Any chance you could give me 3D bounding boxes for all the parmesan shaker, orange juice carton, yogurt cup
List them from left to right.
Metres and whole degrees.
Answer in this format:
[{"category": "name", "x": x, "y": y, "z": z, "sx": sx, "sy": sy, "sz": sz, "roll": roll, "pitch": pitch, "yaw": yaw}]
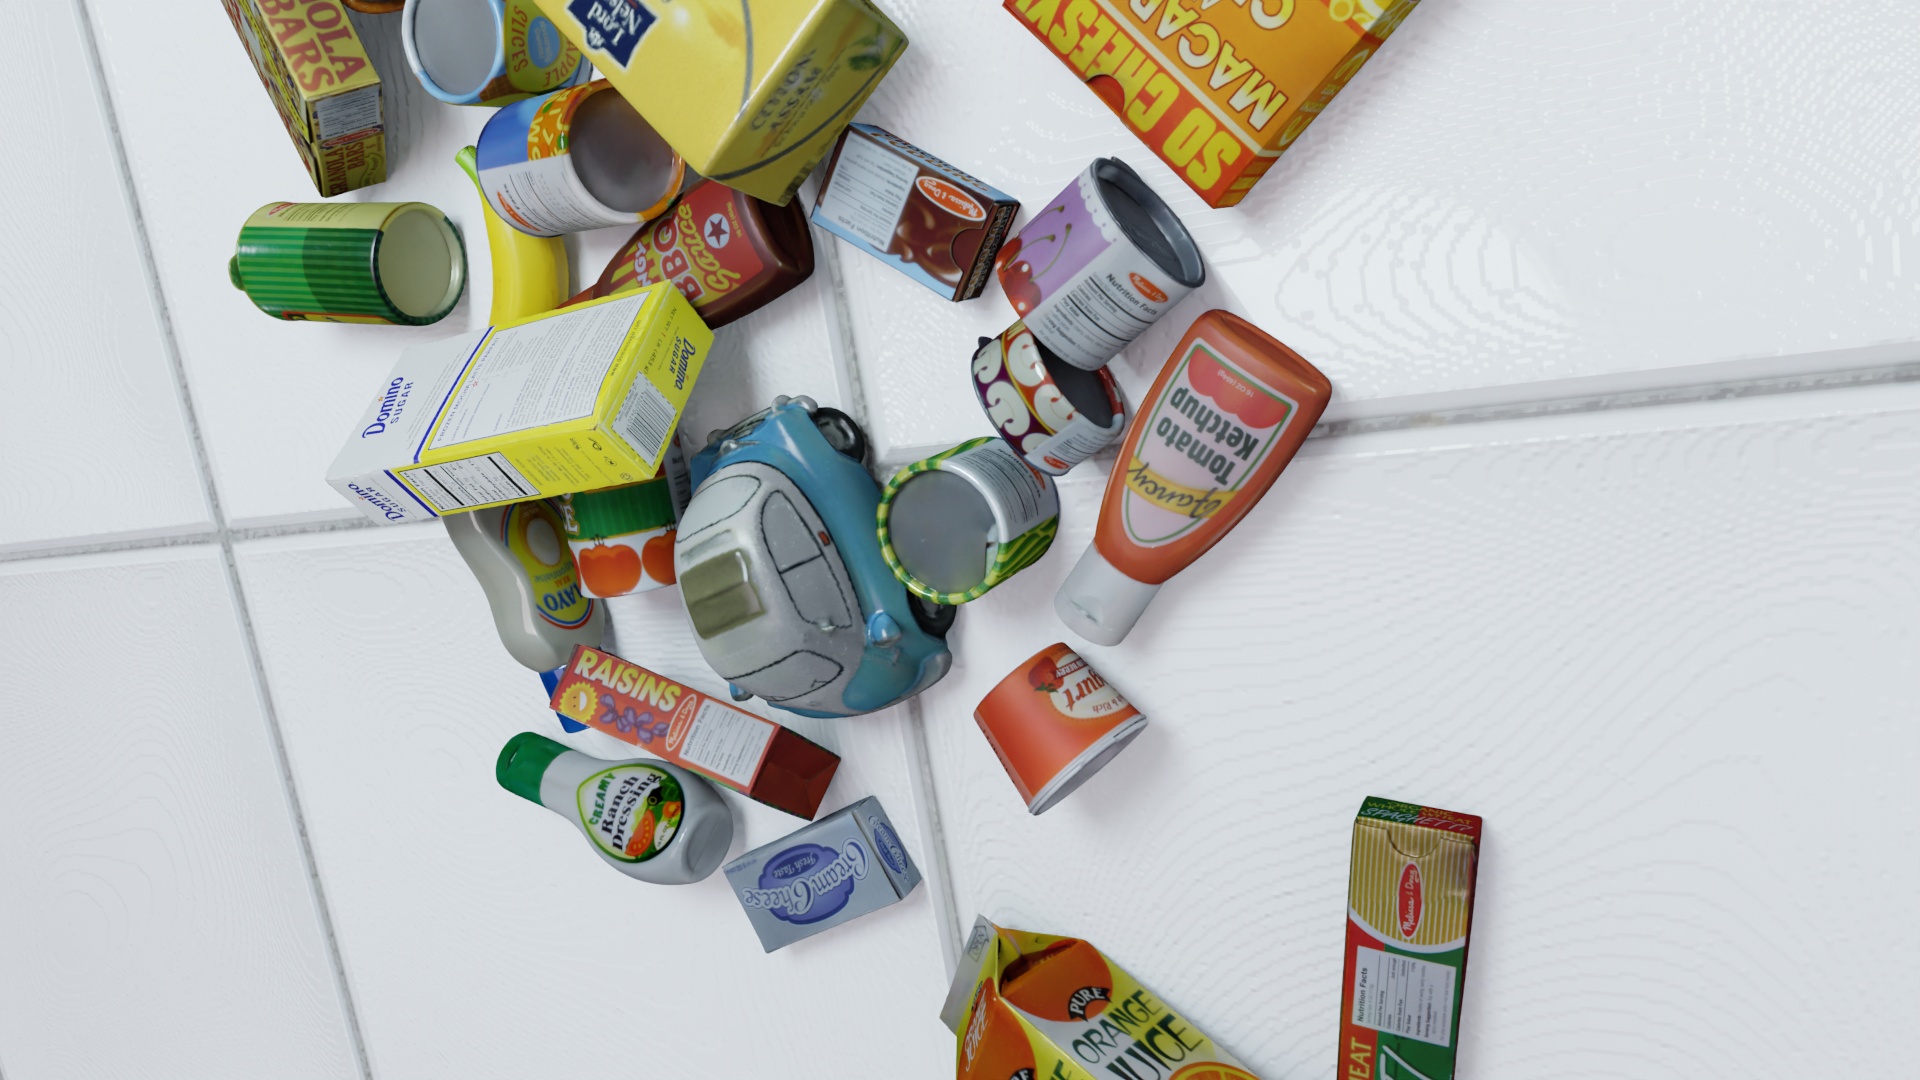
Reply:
[{"category": "parmesan shaker", "x": -0.331, "y": -0.149, "z": 0.753, "sx": 0.103, "sy": 0.071, "sz": 0.071, "roll": 7, "pitch": 107, "yaw": 25}, {"category": "yogurt cup", "x": 0.043, "y": 0.083, "z": 0.630, "sx": 0.054, "sy": 0.072, "sz": 0.072, "roll": 50, "pitch": 120, "yaw": 16}, {"category": "orange juice carton", "x": 0.069, "y": 0.258, "z": 0.646, "sx": 0.193, "sy": 0.073, "sz": 0.071, "roll": 33, "pitch": 118, "yaw": 29}]

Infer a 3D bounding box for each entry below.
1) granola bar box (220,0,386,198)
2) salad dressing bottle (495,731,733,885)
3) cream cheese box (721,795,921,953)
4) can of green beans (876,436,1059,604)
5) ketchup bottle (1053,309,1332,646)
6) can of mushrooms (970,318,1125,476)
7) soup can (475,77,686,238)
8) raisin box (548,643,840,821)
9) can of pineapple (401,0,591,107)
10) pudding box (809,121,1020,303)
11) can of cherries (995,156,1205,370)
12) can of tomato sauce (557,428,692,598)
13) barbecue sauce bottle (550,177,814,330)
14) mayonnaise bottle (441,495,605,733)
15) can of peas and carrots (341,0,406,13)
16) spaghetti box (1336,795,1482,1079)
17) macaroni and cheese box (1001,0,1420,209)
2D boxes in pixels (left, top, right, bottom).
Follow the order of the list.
[{"category": "granola bar box", "x": -0.350, "y": -0.276, "z": 0.711, "sx": 0.165, "sy": 0.039, "sz": 0.124, "roll": 64, "pitch": 157, "yaw": -1}, {"category": "salad dressing bottle", "x": -0.196, "y": 0.145, "z": 0.775, "sx": 0.148, "sy": 0.044, "sz": 0.064, "roll": 14, "pitch": 72, "yaw": 29}, {"category": "cream cheese box", "x": -0.075, "y": 0.178, "z": 0.737, "sx": 0.103, "sy": 0.024, "sz": 0.053, "roll": -29, "pitch": 90, "yaw": 30}, {"category": "can of green beans", "x": 0.003, "y": -0.010, "z": 0.627, "sx": 0.071, "sy": 0.058, "sz": 0.071, "roll": 7, "pitch": 107, "yaw": 25}, {"category": "ketchup bottle", "x": 0.091, "y": -0.021, "z": 0.588, "sx": 0.065, "sy": 0.044, "sz": 0.148, "roll": 37, "pitch": 118, "yaw": 13}, {"category": "can of mushrooms", "x": 0.037, "y": -0.065, "z": 0.591, "sx": 0.033, "sy": 0.071, "sz": 0.071, "roll": -34, "pitch": 87, "yaw": 29}, {"category": "soup can", "x": -0.178, "y": -0.182, "z": 0.658, "sx": 0.084, "sy": 0.071, "sz": 0.071, "roll": 6, "pitch": 108, "yaw": 45}, {"category": "raisin box", "x": -0.134, "y": 0.098, "z": 0.708, "sx": 0.123, "sy": 0.086, "sz": 0.040, "roll": 18, "pitch": 78, "yaw": 22}, {"category": "can of pineapple", "x": -0.227, "y": -0.246, "z": 0.681, "sx": 0.071, "sy": 0.058, "sz": 0.070, "roll": 7, "pitch": 107, "yaw": 25}, {"category": "pudding box", "x": -0.021, "y": -0.146, "z": 0.619, "sx": 0.084, "sy": 0.030, "sz": 0.049, "roll": 32, "pitch": 114, "yaw": 16}, {"category": "can of cherries", "x": 0.057, "y": -0.114, "z": 0.570, "sx": 0.058, "sy": 0.072, "sz": 0.071, "roll": -39, "pitch": 84, "yaw": 31}, {"category": "can of tomato sauce", "x": -0.172, "y": -0.018, "z": 0.709, "sx": 0.071, "sy": 0.071, "sz": 0.083, "roll": -5, "pitch": 102, "yaw": 28}, {"category": "barbecue sauce bottle", "x": -0.142, "y": -0.126, "z": 0.678, "sx": 0.148, "sy": 0.044, "sz": 0.065, "roll": -22, "pitch": 85, "yaw": 30}, {"category": "mayonnaise bottle", "x": -0.227, "y": 0.031, "z": 0.756, "sx": 0.041, "sy": 0.065, "sz": 0.148, "roll": -17, "pitch": 100, "yaw": 33}, {"category": "can of peas and carrots", "x": -0.291, "y": -0.306, "z": 0.696, "sx": 0.071, "sy": 0.071, "sz": 0.058, "roll": -25, "pitch": 92, "yaw": 30}, {"category": "spaghetti box", "x": 0.192, "y": 0.234, "z": 0.613, "sx": 0.050, "sy": 0.029, "sz": 0.249, "roll": 7, "pitch": 106, "yaw": 25}, {"category": "macaroni and cheese box", "x": 0.112, "y": -0.229, "z": 0.523, "sx": 0.124, "sy": 0.040, "sz": 0.165, "roll": 47, "pitch": 119, "yaw": 9}]
